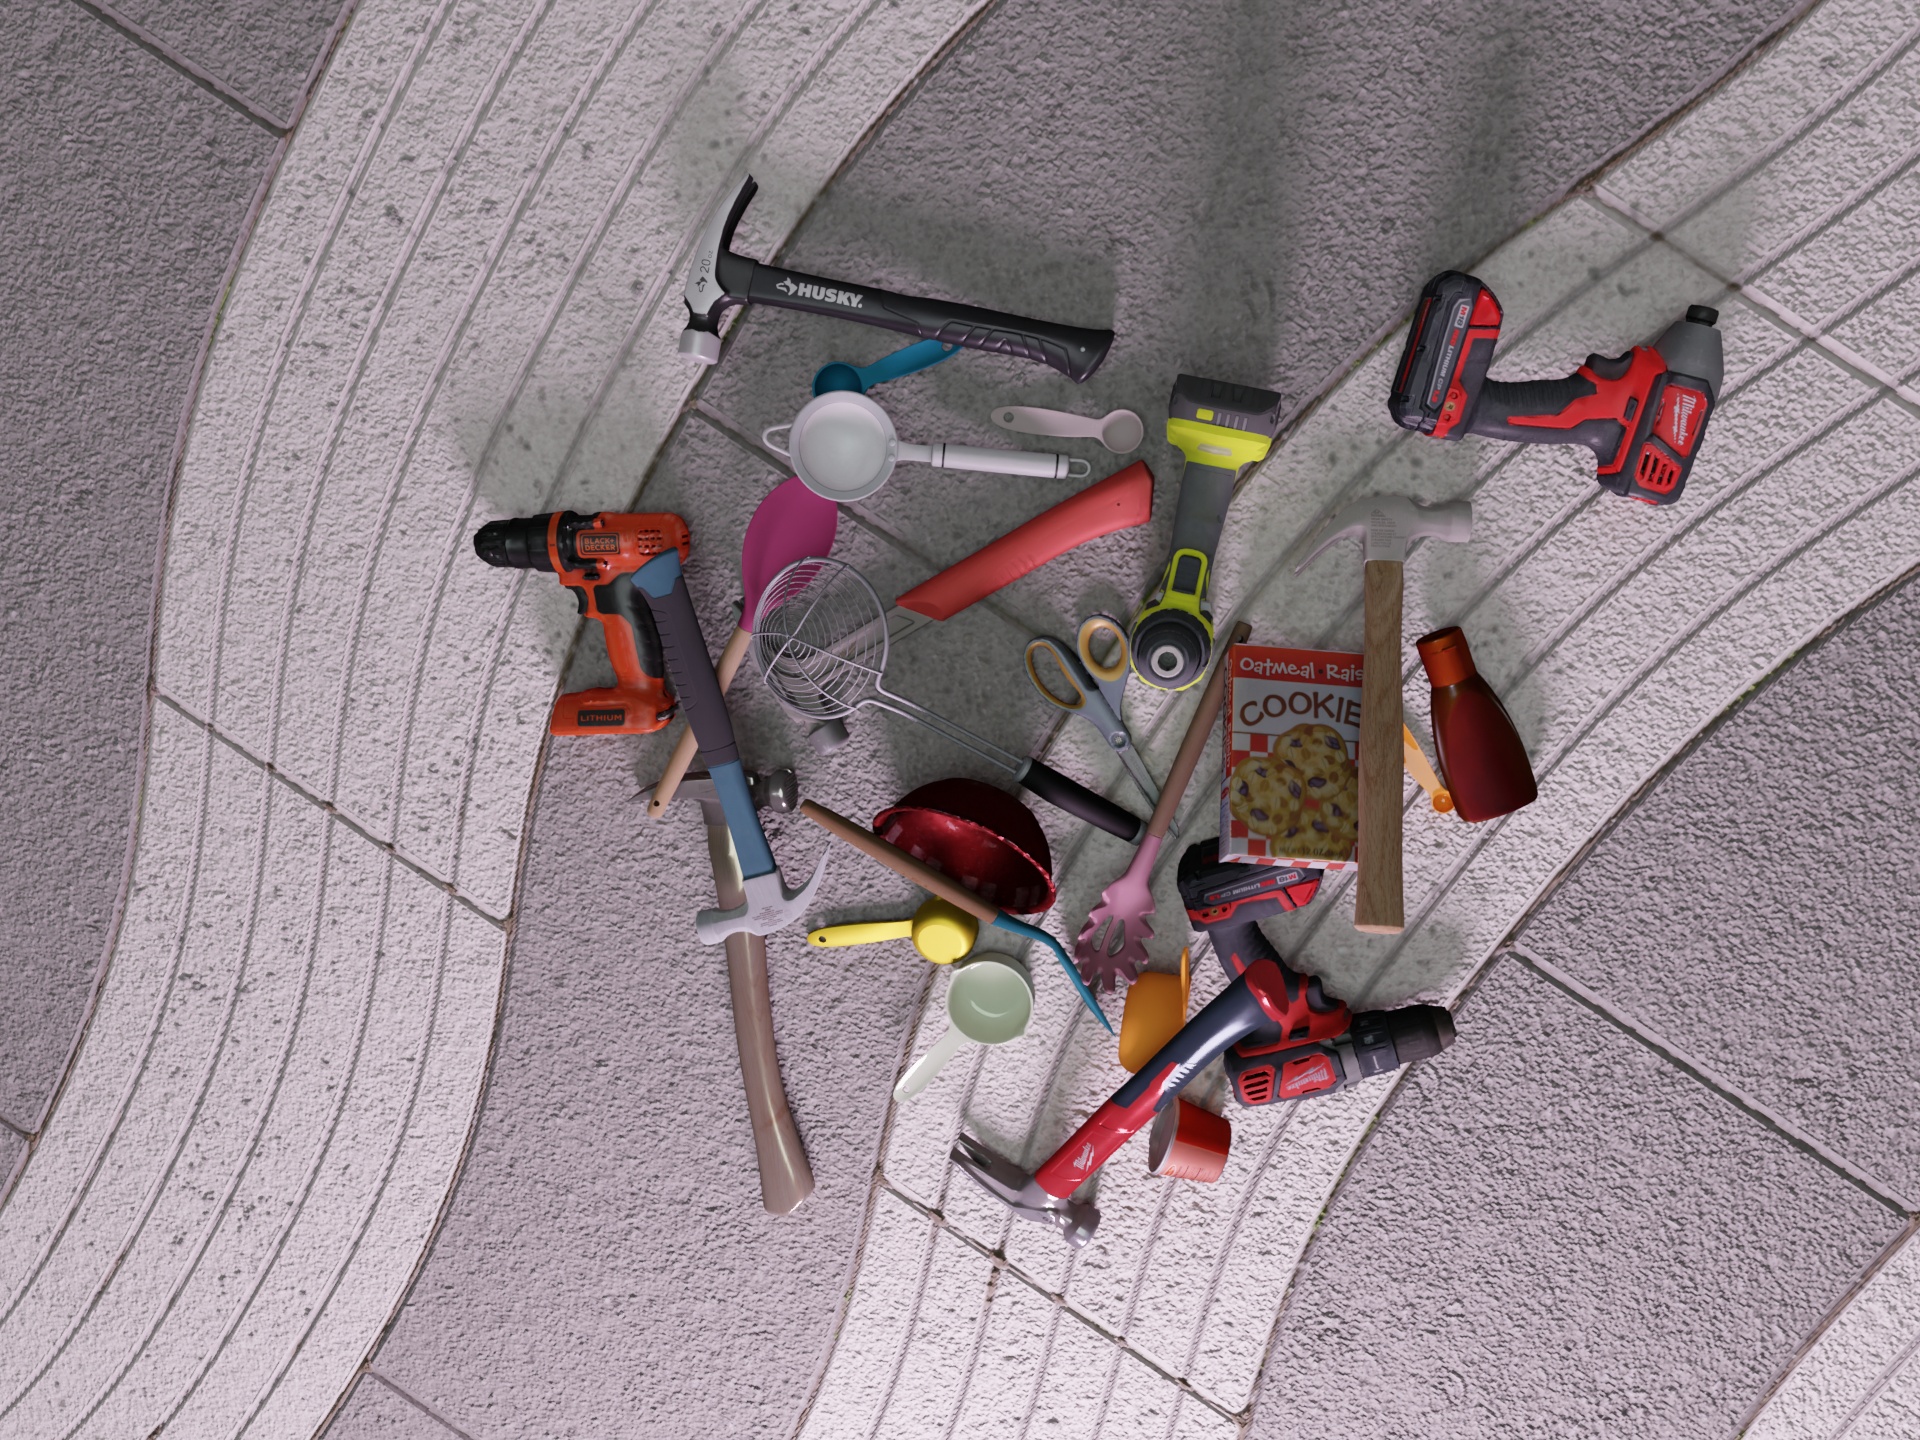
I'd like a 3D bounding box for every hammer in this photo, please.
[{"bbox_3d":[-0.007,-0.115,1.286,0.359,0.037,0.149,-29,96,16],"label":"hammer"},{"bbox_3d":[-0.046,-0.323,1.238,0.335,0.035,0.146,12,94,4],"label":"hammer"},{"bbox_3d":[-0.200,0.021,1.301,0.128,0.033,0.331,-14,104,9],"label":"hammer"},{"bbox_3d":[-0.193,0.244,1.403,0.146,0.038,0.410,-3,103,12],"label":"hammer"},{"bbox_3d":[0.129,0.298,1.279,0.143,0.038,0.386,34,130,0],"label":"hammer"},{"bbox_3d":[0.312,-0.008,1.188,0.130,0.031,0.331,2,78,9],"label":"hammer"}]

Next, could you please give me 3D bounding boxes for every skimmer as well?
[{"bbox_3d":[-0.002,-0.004,1.286,0.363,0.090,0.127,29,114,-17],"label":"skimmer"}]

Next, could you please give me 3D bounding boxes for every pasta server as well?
[{"bbox_3d":[0.168,0.069,1.279,0.060,0.040,0.316,21,98,-6],"label":"pasta server"}]

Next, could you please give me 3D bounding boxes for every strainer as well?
[{"bbox_3d":[-0.025,-0.209,1.259,0.258,0.050,0.087,6,93,-1],"label":"strainer"}]

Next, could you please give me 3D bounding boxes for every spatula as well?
[{"bbox_3d":[0.001,0.157,1.306,0.317,0.082,0.044,31,89,-7],"label":"spatula"}]

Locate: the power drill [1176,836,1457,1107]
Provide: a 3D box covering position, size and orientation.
[{"bbox_3d":[0.284,0.197,1.287,0.188,0.080,0.226,-17,102,13],"label":"power drill"}]

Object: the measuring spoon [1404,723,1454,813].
[{"bbox_3d":[0.357,0.025,1.268,0.021,0.011,0.117,-36,91,12],"label":"measuring spoon"}]

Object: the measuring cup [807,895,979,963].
[{"bbox_3d":[-0.061,0.187,1.365,0.156,0.029,0.062,-8,117,15],"label":"measuring cup"}]

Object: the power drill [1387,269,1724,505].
[{"bbox_3d":[0.437,-0.250,1.156,0.219,0.078,0.143,16,105,3],"label":"power drill"}]

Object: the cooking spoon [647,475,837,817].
[{"bbox_3d":[-0.187,-0.054,1.307,0.069,0.017,0.319,29,106,1],"label":"cooking spoon"}]

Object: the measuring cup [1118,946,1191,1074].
[{"bbox_3d":[0.156,0.225,1.281,0.052,0.095,0.173,7,143,11],"label":"measuring cup"}]

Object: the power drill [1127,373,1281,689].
[{"bbox_3d":[0.173,-0.133,1.173,0.080,0.190,0.228,13,101,7],"label":"power drill"}]

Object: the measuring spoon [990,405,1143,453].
[{"bbox_3d":[0.085,-0.234,1.256,0.124,0.018,0.034,10,105,15],"label":"measuring spoon"}]

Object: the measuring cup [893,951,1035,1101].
[{"bbox_3d":[-0.001,0.267,1.374,0.083,0.038,0.167,41,108,-1],"label":"measuring cup"}]

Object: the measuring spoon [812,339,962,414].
[{"bbox_3d":[-0.056,-0.280,1.270,0.128,0.021,0.042,-20,94,5],"label":"measuring spoon"}]
